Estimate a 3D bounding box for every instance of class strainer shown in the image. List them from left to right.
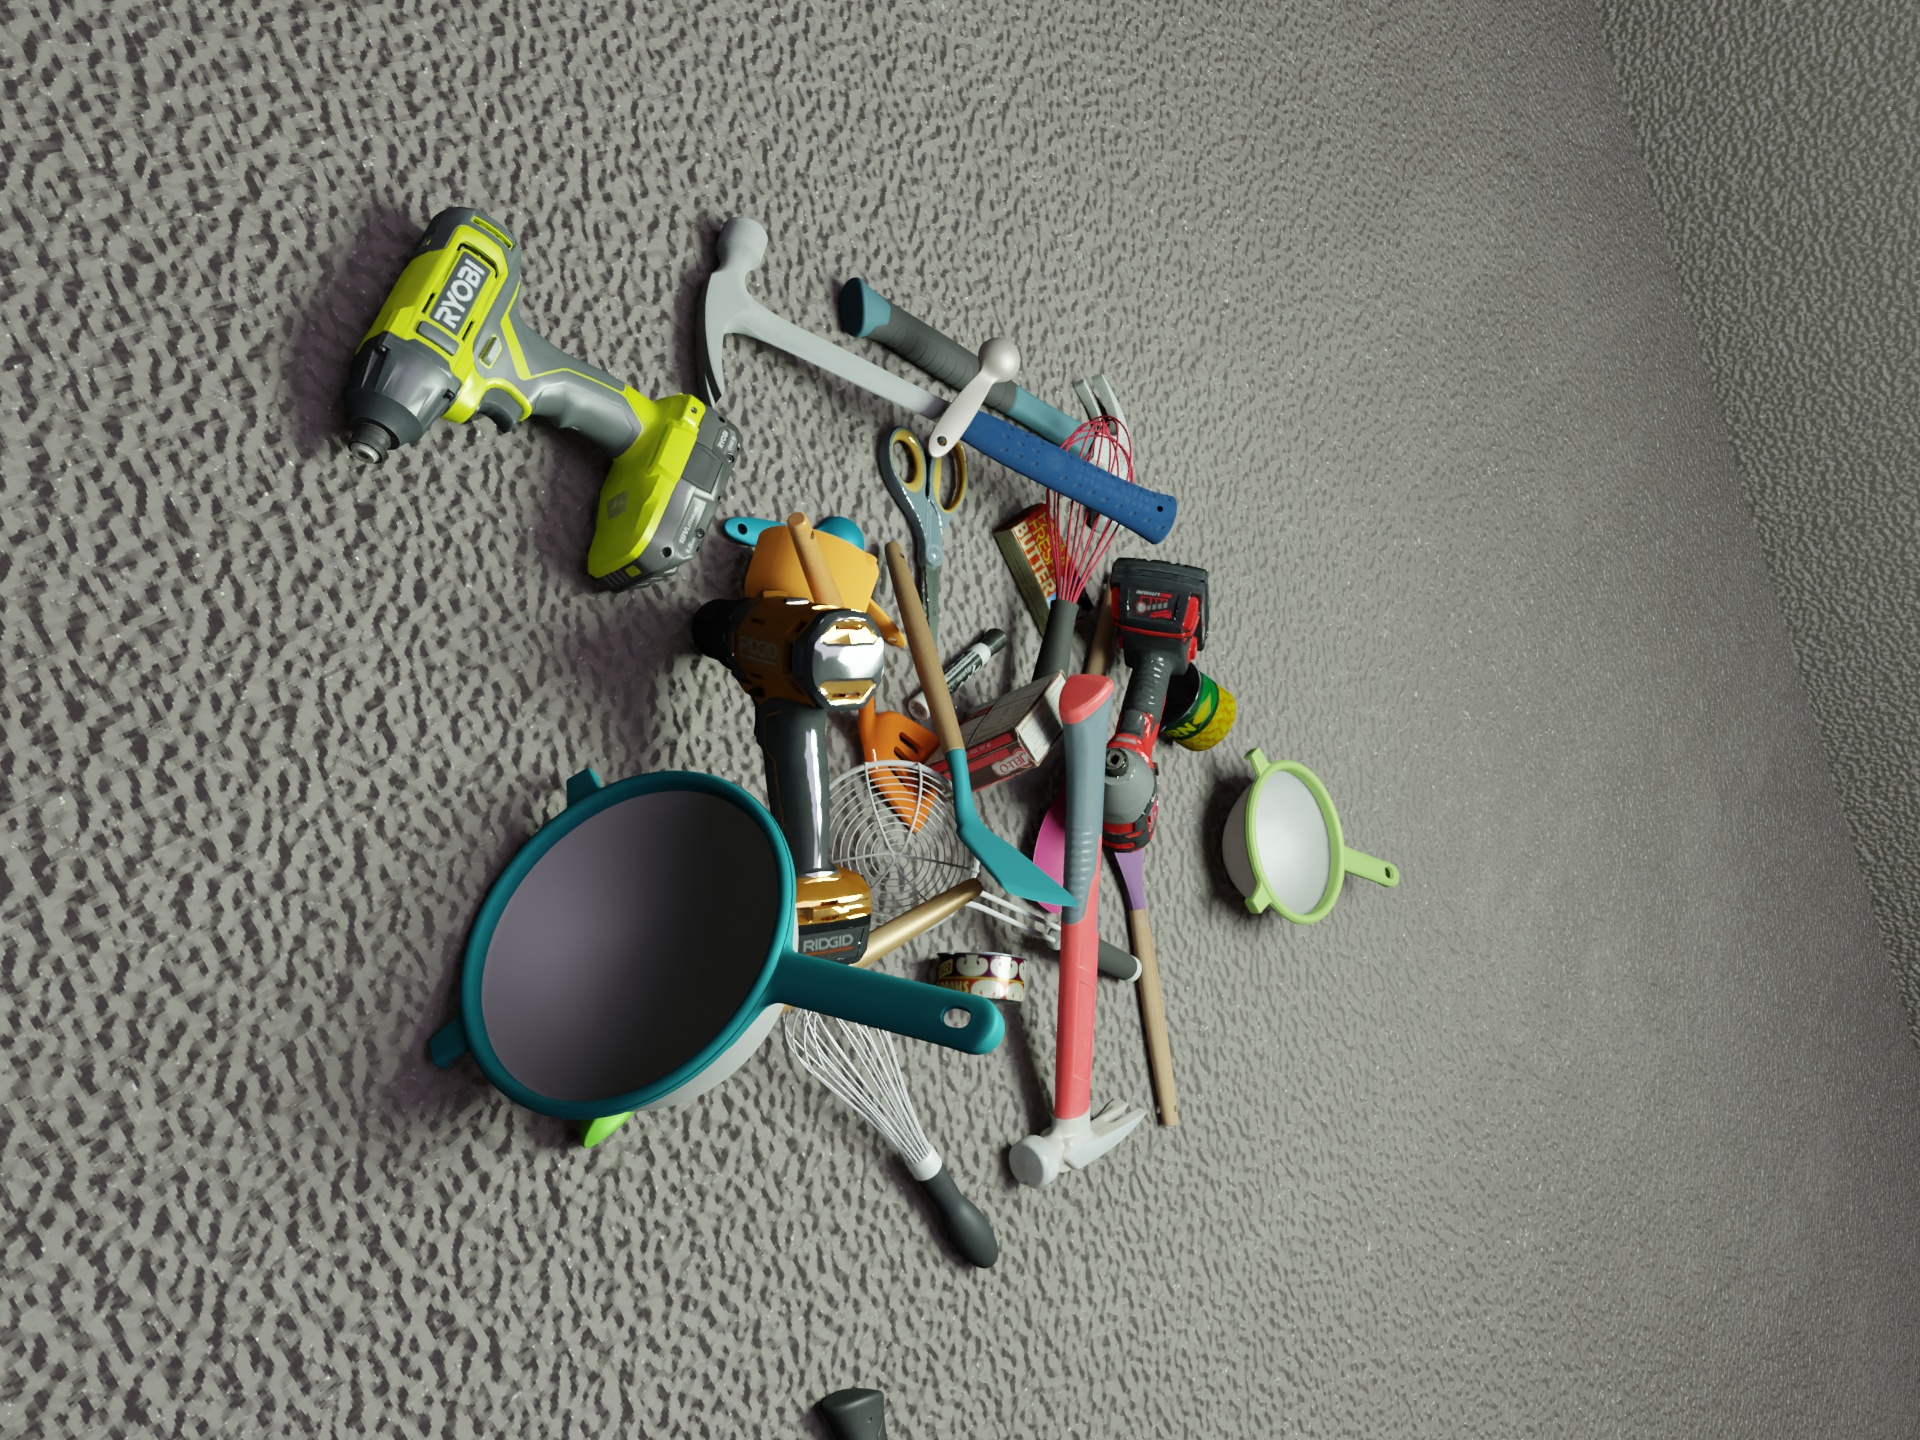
[{"bbox_3d":[-0.118,0.149,0.889,0.211,0.340,0.095,-67,149,-25],"label":"strainer"},{"bbox_3d":[0.323,0.128,1.503,0.256,0.069,0.152,19,66,-42],"label":"strainer"}]

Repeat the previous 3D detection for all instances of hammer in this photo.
[{"bbox_3d":[-0.025,0.602,1.073,0.146,0.035,0.334,-28,102,-46],"label":"hammer"},{"bbox_3d":[-0.010,-0.223,1.189,0.405,0.035,0.144,22,67,-24],"label":"hammer"},{"bbox_3d":[0.030,-0.271,1.314,0.330,0.033,0.128,22,67,-41],"label":"hammer"},{"bbox_3d":[0.100,0.154,1.208,0.143,0.038,0.386,-14,110,-49],"label":"hammer"}]

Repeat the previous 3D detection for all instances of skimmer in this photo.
[{"bbox_3d":[0.024,0.136,1.217,0.363,0.090,0.127,32,88,-50],"label":"skimmer"}]

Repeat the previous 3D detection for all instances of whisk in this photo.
[{"bbox_3d":[-0.041,0.286,1.111,0.070,0.070,0.284,-50,121,-39],"label":"whisk"},{"bbox_3d":[0.088,-0.112,1.287,0.073,0.073,0.296,23,74,-41],"label":"whisk"}]

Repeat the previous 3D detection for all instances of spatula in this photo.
[{"bbox_3d":[-0.064,-0.034,1.091,0.322,0.041,0.081,73,32,-56],"label":"spatula"},{"bbox_3d":[-0.002,-0.004,1.129,0.082,0.044,0.318,17,47,-48],"label":"spatula"},{"bbox_3d":[0.156,0.186,1.357,0.059,0.018,0.316,-2,82,-56],"label":"spatula"}]

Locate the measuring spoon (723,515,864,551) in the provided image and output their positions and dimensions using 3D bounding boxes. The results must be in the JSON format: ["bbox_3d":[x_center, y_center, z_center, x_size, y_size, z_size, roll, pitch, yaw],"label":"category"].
[{"bbox_3d":[-0.115,-0.133,1.143,0.128,0.021,0.042,2,80,-47],"label":"measuring spoon"}]

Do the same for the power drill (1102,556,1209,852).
[{"bbox_3d":[0.144,-0.014,1.289,0.143,0.078,0.220,69,33,-64],"label":"power drill"}]

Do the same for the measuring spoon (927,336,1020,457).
[{"bbox_3d":[0.011,-0.239,1.173,0.034,0.018,0.124,40,62,-15],"label":"measuring spoon"}]

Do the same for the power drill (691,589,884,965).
[{"bbox_3d":[-0.123,0.029,1.021,0.084,0.185,0.226,-3,102,-36],"label":"power drill"}]

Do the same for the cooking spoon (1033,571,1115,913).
[{"bbox_3d":[0.103,0.010,1.340,0.068,0.017,0.319,40,56,-43],"label":"cooking spoon"}]

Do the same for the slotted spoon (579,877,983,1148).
[{"bbox_3d":[-0.109,0.176,1.017,0.314,0.070,0.031,-27,66,-29],"label":"slotted spoon"}]

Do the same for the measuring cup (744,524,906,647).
[{"bbox_3d":[-0.087,-0.074,1.132,0.173,0.095,0.052,45,56,-53],"label":"measuring cup"}]

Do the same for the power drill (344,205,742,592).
[{"bbox_3d":[-0.256,-0.182,0.975,0.223,0.080,0.171,34,58,-31],"label":"power drill"}]
